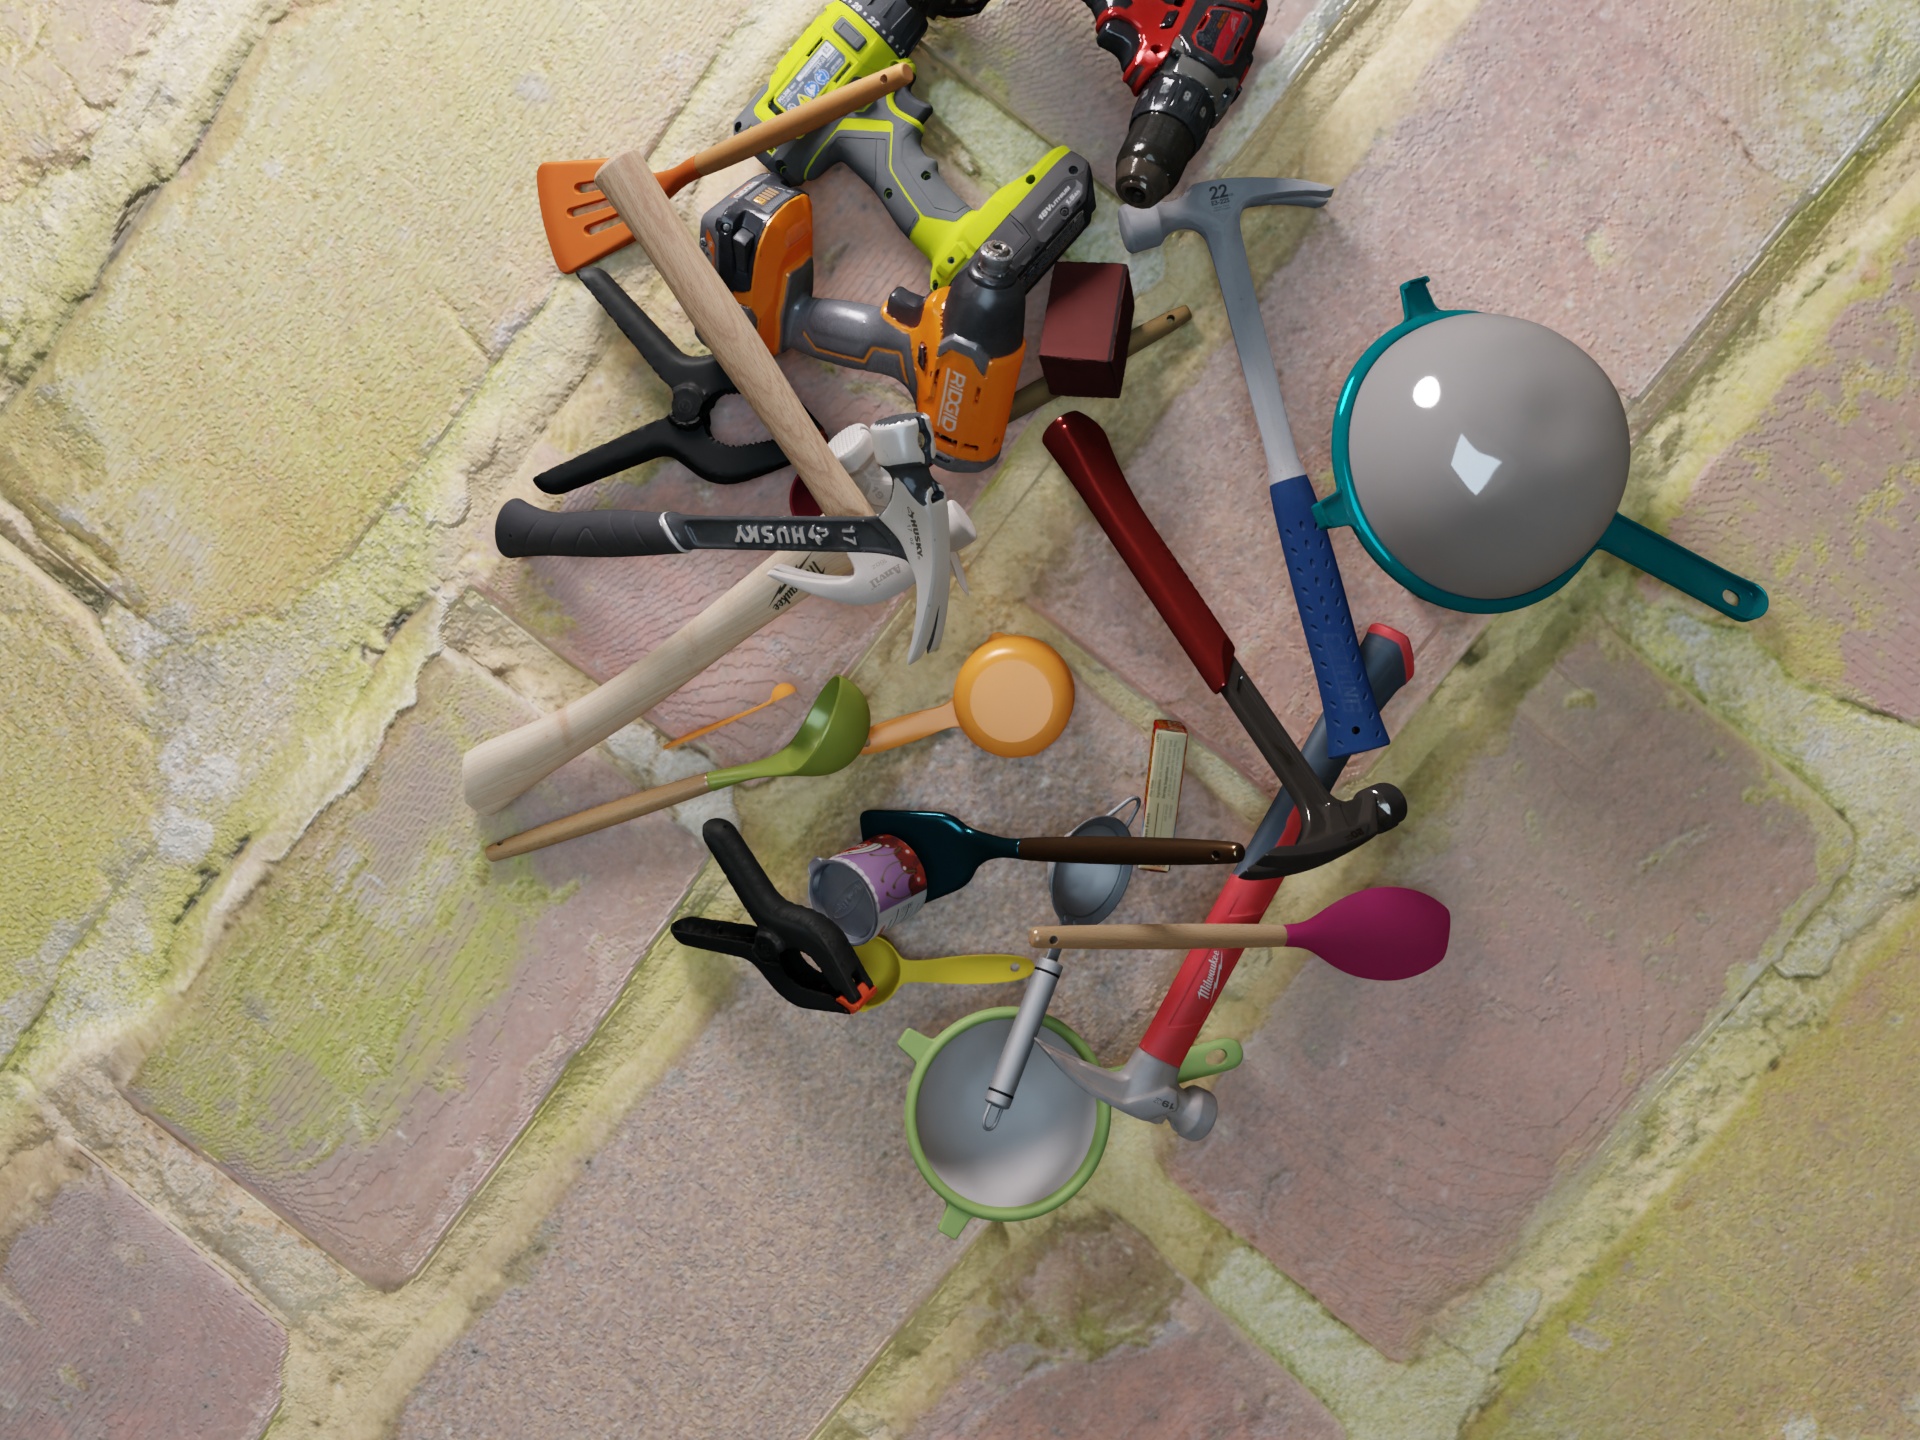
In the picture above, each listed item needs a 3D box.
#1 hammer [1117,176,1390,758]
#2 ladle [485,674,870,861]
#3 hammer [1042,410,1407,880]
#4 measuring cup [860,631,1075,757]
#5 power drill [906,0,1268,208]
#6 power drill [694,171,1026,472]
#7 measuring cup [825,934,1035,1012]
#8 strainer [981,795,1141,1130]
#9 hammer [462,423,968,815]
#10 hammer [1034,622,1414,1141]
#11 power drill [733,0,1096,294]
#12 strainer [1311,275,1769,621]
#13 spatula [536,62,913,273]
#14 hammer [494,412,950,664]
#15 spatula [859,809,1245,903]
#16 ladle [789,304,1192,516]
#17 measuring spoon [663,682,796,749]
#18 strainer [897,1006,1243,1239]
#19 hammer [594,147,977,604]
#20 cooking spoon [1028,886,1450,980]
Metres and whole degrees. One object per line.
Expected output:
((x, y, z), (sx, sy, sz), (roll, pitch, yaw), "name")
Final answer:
((0.227, -0.176, 1.088), (0.144, 0.035, 0.405), (-14, 87, 2), "hammer")
((-0.213, 0.043, 1.169), (0.320, 0.078, 0.062), (-18, 122, 11), "ladle")
((0.150, -0.061, 1.057), (0.359, 0.149, 0.036), (59, 138, 20), "hammer")
((-0.002, -0.004, 1.146), (0.173, 0.052, 0.095), (-18, 95, 5), "measuring cup")
((0.079, -0.453, 1.034), (0.226, 0.080, 0.188), (28, 70, -10), "power drill")
((-0.061, -0.278, 1.060), (0.226, 0.084, 0.164), (27, 139, 11), "power drill")
((-0.023, 0.183, 1.189), (0.156, 0.029, 0.062), (0, 97, -7), "measuring cup")
((0.064, 0.168, 1.135), (0.050, 0.086, 0.258), (9, 71, 44), "strainer")
((-0.190, -0.044, 1.152), (0.410, 0.038, 0.146), (-33, 123, 13), "hammer")
((0.199, 0.099, 1.116), (0.143, 0.038, 0.386), (29, 90, -19), "hammer")
((-0.017, -0.402, 1.091), (0.228, 0.080, 0.190), (44, 99, 2), "power drill")
((0.415, -0.153, 1.051), (0.340, 0.095, 0.211), (26, 78, -9), "strainer")
((-0.164, -0.382, 1.073), (0.323, 0.041, 0.081), (-7, 97, 37), "spatula")
((-0.171, -0.120, 1.052), (0.409, 0.036, 0.149), (5, 115, 37), "hammer")
((0.056, 0.094, 1.092), (0.317, 0.044, 0.082), (-5, 101, 45), "spatula")
((0.022, -0.216, 1.134), (0.315, 0.031, 0.069), (-27, 90, 5), "ladle")
((-0.172, -0.003, 1.167), (0.117, 0.021, 0.011), (-23, 95, 19), "measuring spoon")
((0.080, 0.273, 1.175), (0.256, 0.069, 0.151), (-12, 86, -12), "strainer")
((-0.133, -0.221, 1.039), (0.130, 0.031, 0.331), (-33, 97, 16), "hammer")
((0.199, 0.149, 1.094), (0.318, 0.017, 0.068), (2, 98, -16), "cooking spoon")
